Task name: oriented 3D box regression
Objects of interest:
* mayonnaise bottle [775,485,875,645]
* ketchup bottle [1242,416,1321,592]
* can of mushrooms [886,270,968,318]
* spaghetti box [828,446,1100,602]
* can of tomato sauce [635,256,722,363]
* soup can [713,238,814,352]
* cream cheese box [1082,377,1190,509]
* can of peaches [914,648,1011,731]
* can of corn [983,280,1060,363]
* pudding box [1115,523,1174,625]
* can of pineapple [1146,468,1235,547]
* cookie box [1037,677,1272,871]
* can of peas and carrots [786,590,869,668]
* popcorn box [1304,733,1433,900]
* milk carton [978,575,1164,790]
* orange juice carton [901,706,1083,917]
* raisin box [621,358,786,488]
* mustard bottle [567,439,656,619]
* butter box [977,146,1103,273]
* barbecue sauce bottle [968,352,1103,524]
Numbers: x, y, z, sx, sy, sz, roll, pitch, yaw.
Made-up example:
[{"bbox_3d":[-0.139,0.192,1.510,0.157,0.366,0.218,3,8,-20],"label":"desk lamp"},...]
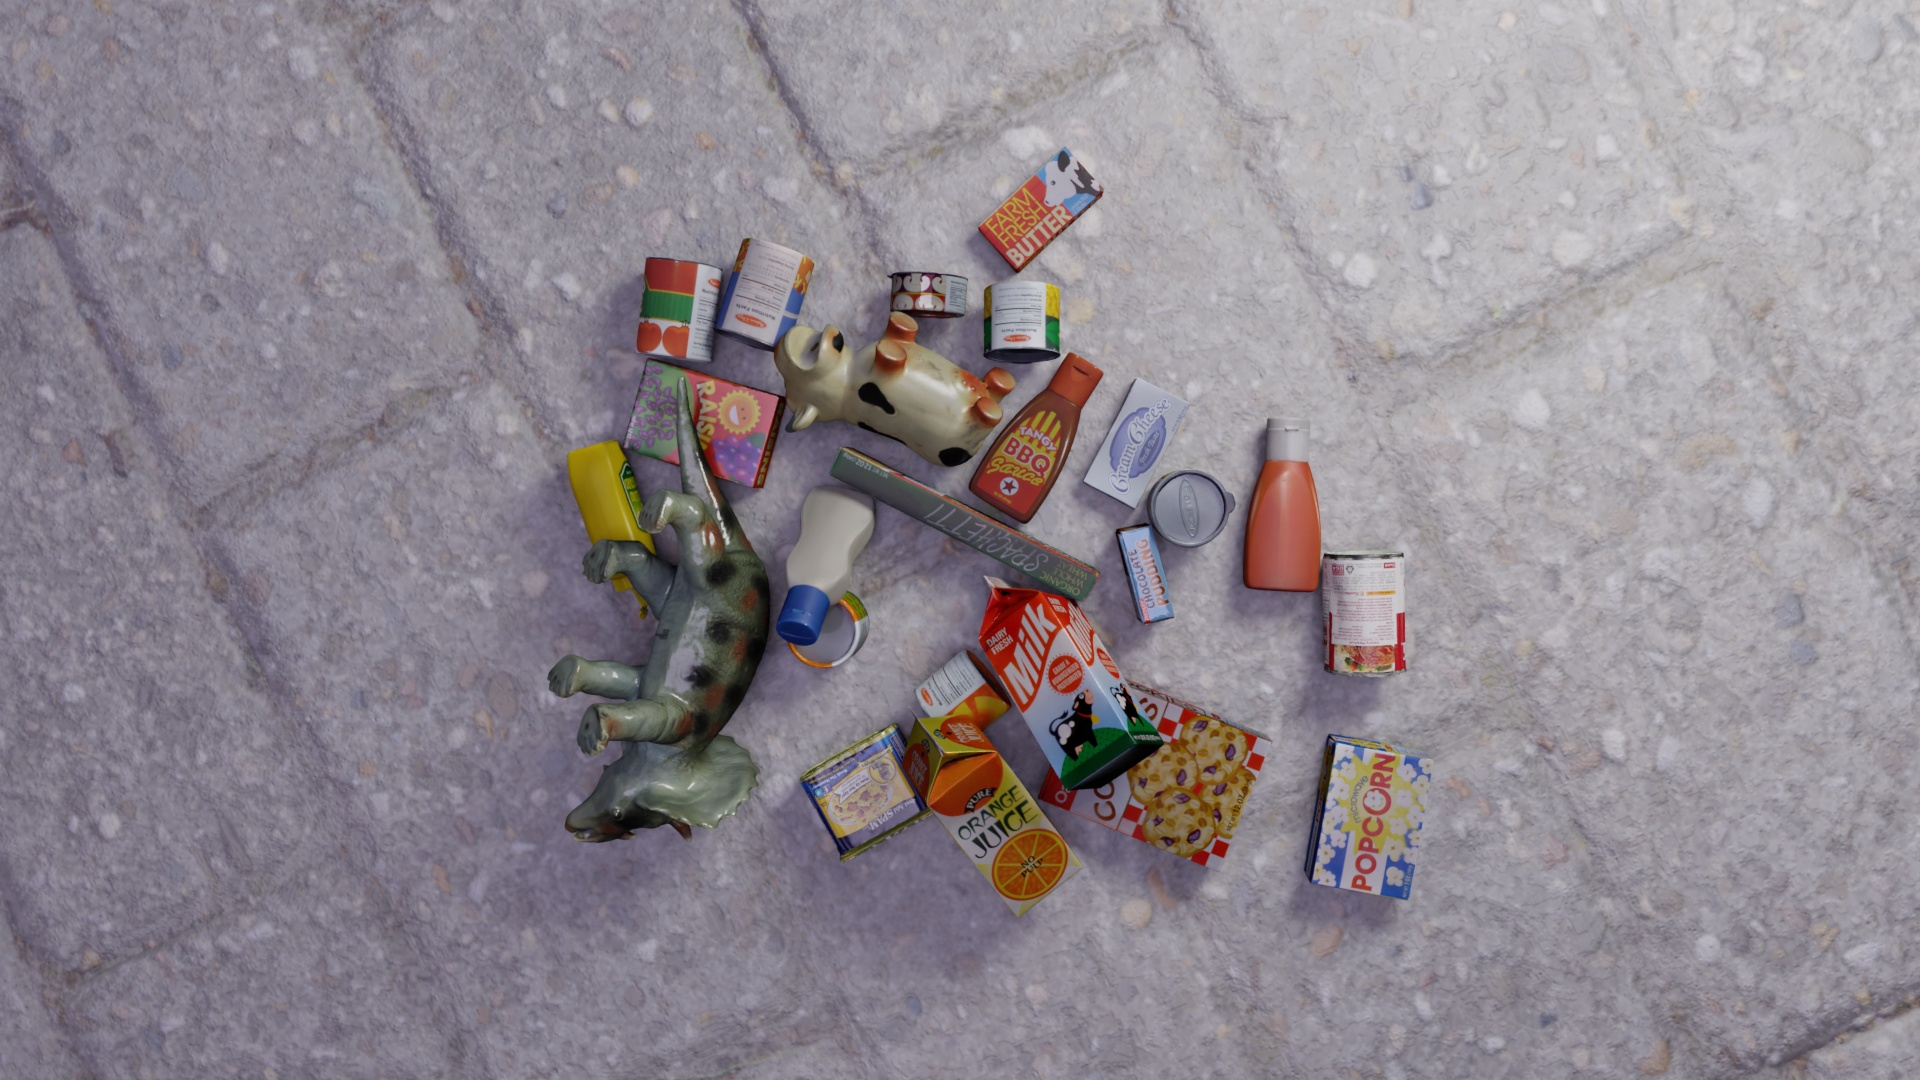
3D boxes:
[{"bbox_3d":[-0.118,0.020,1.178,0.065,0.041,0.149,11,51,7],"label":"mayonnaise bottle"},{"bbox_3d":[0.278,-0.031,1.190,0.065,0.043,0.148,3,92,3],"label":"ketchup bottle"},{"bbox_3d":[-0.030,-0.211,1.194,0.071,0.071,0.033,3,94,4],"label":"can of mushrooms"},{"bbox_3d":[0.004,-0.015,1.206,0.250,0.050,0.028,27,96,2],"label":"spaghetti box"},{"bbox_3d":[-0.247,-0.200,1.209,0.071,0.071,0.083,8,93,4],"label":"can of tomato sauce"},{"bbox_3d":[-0.170,-0.211,1.203,0.071,0.071,0.083,18,89,3],"label":"soup can"},{"bbox_3d":[0.152,-0.084,1.206,0.053,0.024,0.103,27,93,4],"label":"cream cheese box"},{"bbox_3d":[0.004,0.138,1.205,0.058,0.071,0.071,-40,89,4],"label":"can of peaches"},{"bbox_3d":[0.052,-0.186,1.189,0.071,0.071,0.058,0,87,4],"label":"can of corn"},{"bbox_3d":[0.158,0.028,1.197,0.030,0.049,0.083,-15,91,3],"label":"pudding box"},{"bbox_3d":[0.195,-0.028,1.188,0.071,0.058,0.071,0,93,4],"label":"can of pineapple"},{"bbox_3d":[0.168,0.197,1.207,0.167,0.040,0.123,22,93,3],"label":"cookie box"},{"bbox_3d":[-0.118,0.075,1.213,0.071,0.059,0.071,0,92,4],"label":"can of peas and carrots"},{"bbox_3d":[0.351,0.238,1.197,0.085,0.038,0.126,10,93,4],"label":"popcorn box"},{"bbox_3d":[0.082,0.109,1.164,0.073,0.072,0.191,-38,66,18],"label":"milk carton"},{"bbox_3d":[0.017,0.217,1.160,0.073,0.072,0.192,-37,117,-5],"label":"orange juice carton"},{"bbox_3d":[-0.225,-0.103,1.224,0.123,0.040,0.086,16,93,4],"label":"raisin box"},{"bbox_3d":[-0.299,-0.008,1.223,0.049,0.065,0.160,-17,98,3],"label":"mustard bottle"},{"bbox_3d":[0.069,-0.286,1.205,0.103,0.024,0.053,-43,88,4],"label":"butter box"},{"bbox_3d":[0.070,-0.091,1.202,0.065,0.044,0.148,32,93,3],"label":"barbecue sauce bottle"}]
